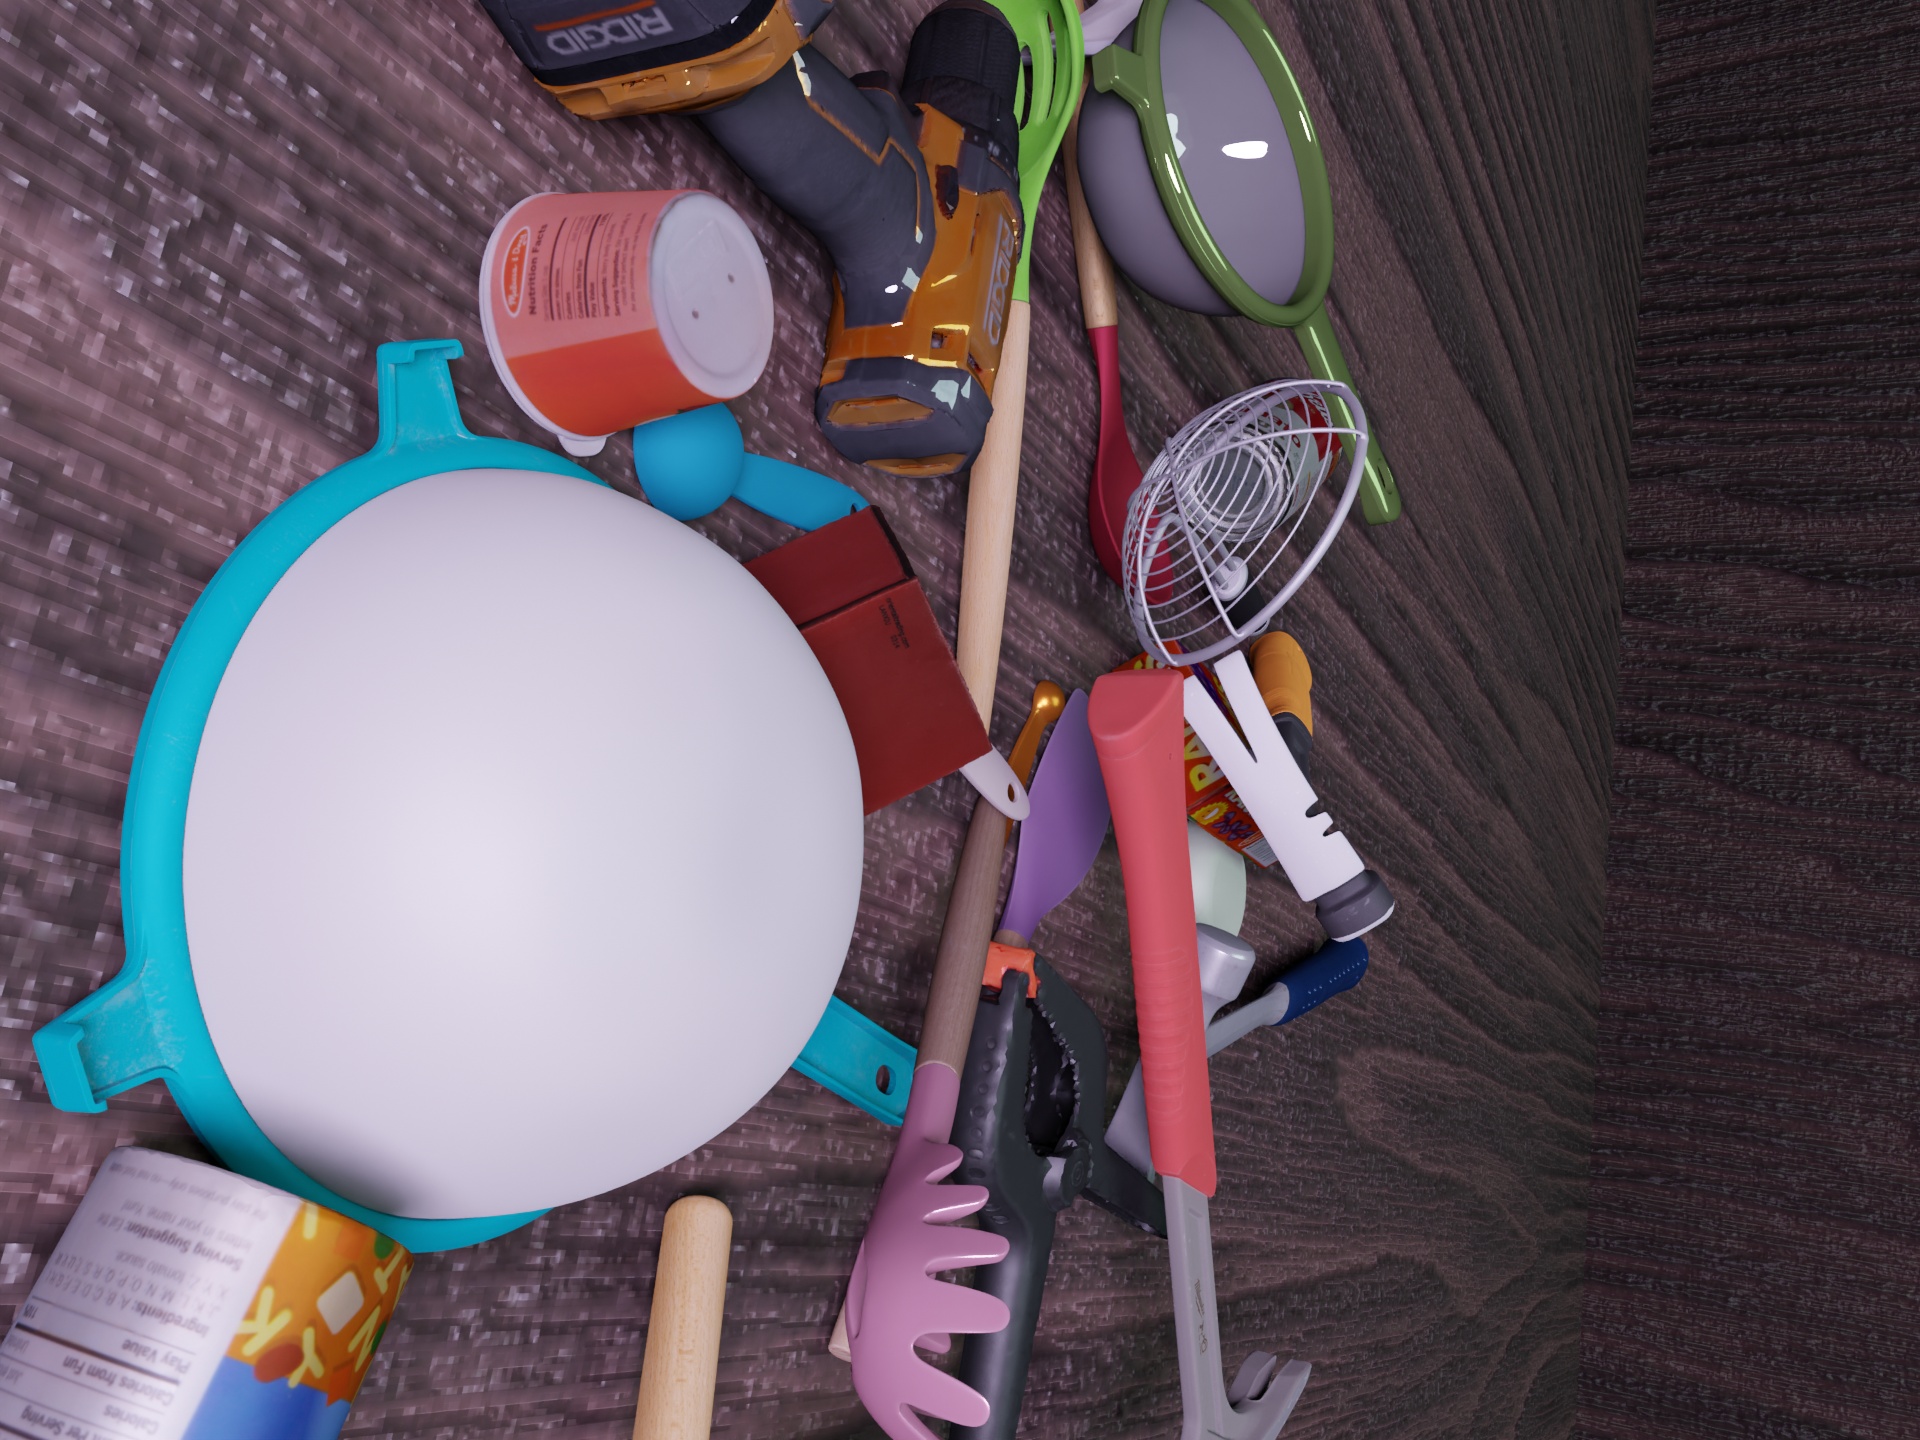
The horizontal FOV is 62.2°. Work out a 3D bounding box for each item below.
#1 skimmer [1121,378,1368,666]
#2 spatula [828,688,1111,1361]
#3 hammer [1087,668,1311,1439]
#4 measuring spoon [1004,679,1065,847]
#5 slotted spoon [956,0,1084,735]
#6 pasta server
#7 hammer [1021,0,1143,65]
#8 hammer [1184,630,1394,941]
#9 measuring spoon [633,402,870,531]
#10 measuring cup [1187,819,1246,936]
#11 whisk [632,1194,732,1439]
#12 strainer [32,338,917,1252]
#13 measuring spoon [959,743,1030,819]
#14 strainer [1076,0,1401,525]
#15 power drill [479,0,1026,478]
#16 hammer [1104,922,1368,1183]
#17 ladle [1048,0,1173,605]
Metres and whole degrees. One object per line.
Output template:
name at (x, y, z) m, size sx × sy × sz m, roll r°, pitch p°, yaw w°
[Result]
skimmer at (0.144, -0.065, 0.748) m, size 0.127 × 0.090 × 0.363 m, roll -59°, pitch 163°, yaw 3°
spatula at (0.014, 0.113, 0.660) m, size 0.059 × 0.018 × 0.316 m, roll 55°, pitch 44°, yaw -32°
hammer at (0.095, 0.155, 0.667) m, size 0.149 × 0.037 × 0.359 m, roll -21°, pitch 107°, yaw -55°
measuring spoon at (0.025, 0.030, 0.684) m, size 0.021 × 0.011 × 0.117 m, roll 59°, pitch 42°, yaw -43°
slotted spoon at (0.016, -0.139, 0.630) m, size 0.031 × 0.070 × 0.314 m, roll 2°, pitch 96°, yaw -35°
pasta server at (0.003, 0.103, 0.520) m, size 0.316 × 0.040 × 0.060 m, roll -75°, pitch 177°, yaw -64°
hammer at (0.015, -0.458, 0.608) m, size 0.143 × 0.038 × 0.386 m, roll -41°, pitch 123°, yaw -34°
hammer at (0.158, -0.005, 0.798) m, size 0.127 × 0.034 × 0.337 m, roll 56°, pitch 16°, yaw -6°
measuring spoon at (-0.057, -0.078, 0.522) m, size 0.128 × 0.021 × 0.042 m, roll 11°, pitch 82°, yaw -59°
measuring cup at (0.111, 0.058, 0.810) m, size 0.083 × 0.038 × 0.167 m, roll -63°, pitch 144°, yaw -38°
whisk at (-0.079, 0.246, 0.418) m, size 0.051 × 0.047 × 0.245 m, roll 59°, pitch 25°, yaw -46°
strainer at (-0.059, 0.062, 0.450) m, size 0.340 × 0.095 × 0.211 m, roll 47°, pitch 51°, yaw -49°
measuring spoon at (-0.001, -0.002, 0.609) m, size 0.124 × 0.018 × 0.034 m, roll 50°, pitch 45°, yaw -35°
strainer at (0.119, -0.190, 0.694) m, size 0.256 × 0.069 × 0.151 m, roll 60°, pitch 42°, yaw -24°
power drill at (-0.038, -0.208, 0.499) m, size 0.226 × 0.084 × 0.185 m, roll 45°, pitch 49°, yaw -57°
hammer at (0.170, 0.166, 0.897) m, size 0.405 × 0.035 × 0.144 m, roll 3°, pitch 112°, yaw -65°
ladle at (0.062, -0.207, 0.729) m, size 0.069 × 0.031 × 0.315 m, roll -32°, pitch 117°, yaw -61°
